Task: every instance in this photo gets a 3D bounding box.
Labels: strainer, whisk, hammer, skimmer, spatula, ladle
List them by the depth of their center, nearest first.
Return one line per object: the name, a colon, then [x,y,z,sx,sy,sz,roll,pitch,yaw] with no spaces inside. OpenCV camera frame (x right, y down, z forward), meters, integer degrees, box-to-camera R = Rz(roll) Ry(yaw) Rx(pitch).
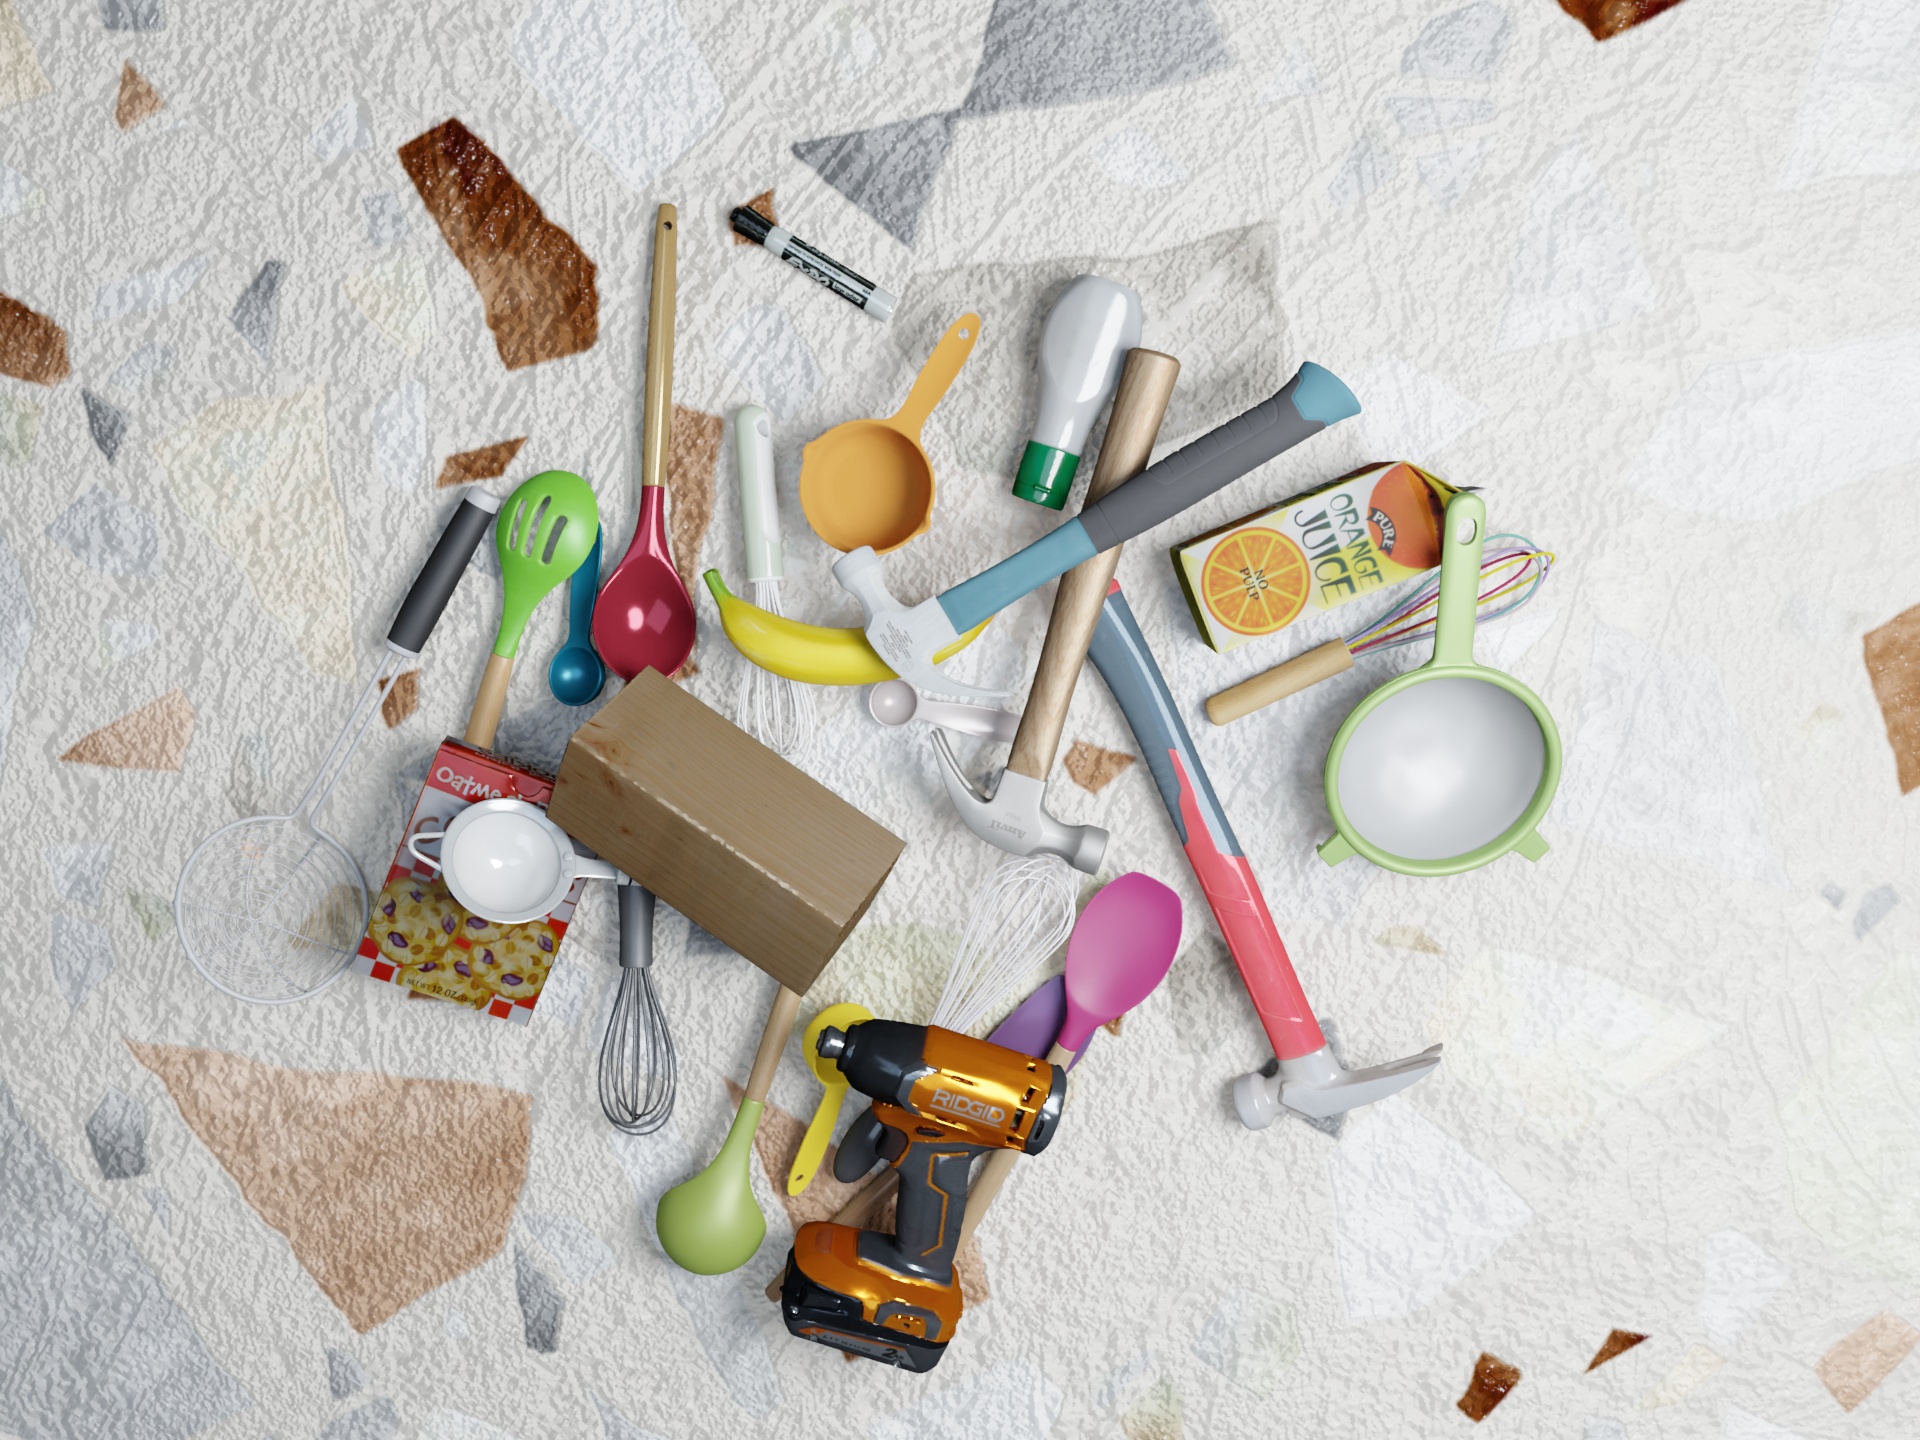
hammer: [0.090,-0.123,0.982,0.331,0.033,0.128,-30,88,9]
strainer: [0.305,-0.026,1.019,0.151,0.069,0.256,-2,112,1]
hammer: [0.073,-0.075,1.020,0.130,0.031,0.331,17,96,8]
whisk: [0.275,-0.057,1.048,0.245,0.047,0.051,-25,97,8]
strainer: [-0.231,0.101,1.051,0.258,0.050,0.087,6,61,-19]
hammer: [0.182,0.081,1.056,0.143,0.038,0.386,-23,94,23]
ladle: [-0.204,-0.182,1.056,0.069,0.031,0.315,2,95,-21]
skimmer: [-0.395,0.014,1.057,0.127,0.090,0.363,27,96,-34]
whisk: [-0.129,-0.086,1.058,0.059,0.057,0.246,-2,94,33]
whisk: [-0.007,0.207,1.087,0.070,0.070,0.284,33,102,-2]
whisk: [-0.220,0.166,1.093,0.055,0.055,0.239,1,93,2]
ladle: [-0.134,0.235,1.106,0.078,0.062,0.320,19,91,-5]
spatula: [-0.023,0.301,1.116,0.316,0.018,0.059,-44,100,6]

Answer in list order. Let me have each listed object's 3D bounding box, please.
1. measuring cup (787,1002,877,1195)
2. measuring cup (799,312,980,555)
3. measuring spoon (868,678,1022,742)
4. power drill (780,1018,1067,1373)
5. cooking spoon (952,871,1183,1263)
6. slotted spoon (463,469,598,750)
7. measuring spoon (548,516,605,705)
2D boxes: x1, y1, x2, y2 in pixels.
measuring cup: [-0.098,0.263,1.109,0.062,0.029,0.156,4,116,-38]
measuring cup: [-0.036,-0.187,1.038,0.095,0.052,0.173,33,95,-2]
measuring spoon: [-0.002,-0.003,1.081,0.124,0.018,0.034,13,98,-6]
power drill: [-0.044,0.305,1.056,0.164,0.084,0.226,20,105,-7]
cooking spoon: [0.061,0.244,1.092,0.069,0.017,0.319,29,103,6]
slotted spoon: [-0.316,-0.020,1.081,0.070,0.031,0.313,21,99,11]
measuring spoon: [-0.252,-0.073,1.080,0.042,0.021,0.128,6,89,21]
